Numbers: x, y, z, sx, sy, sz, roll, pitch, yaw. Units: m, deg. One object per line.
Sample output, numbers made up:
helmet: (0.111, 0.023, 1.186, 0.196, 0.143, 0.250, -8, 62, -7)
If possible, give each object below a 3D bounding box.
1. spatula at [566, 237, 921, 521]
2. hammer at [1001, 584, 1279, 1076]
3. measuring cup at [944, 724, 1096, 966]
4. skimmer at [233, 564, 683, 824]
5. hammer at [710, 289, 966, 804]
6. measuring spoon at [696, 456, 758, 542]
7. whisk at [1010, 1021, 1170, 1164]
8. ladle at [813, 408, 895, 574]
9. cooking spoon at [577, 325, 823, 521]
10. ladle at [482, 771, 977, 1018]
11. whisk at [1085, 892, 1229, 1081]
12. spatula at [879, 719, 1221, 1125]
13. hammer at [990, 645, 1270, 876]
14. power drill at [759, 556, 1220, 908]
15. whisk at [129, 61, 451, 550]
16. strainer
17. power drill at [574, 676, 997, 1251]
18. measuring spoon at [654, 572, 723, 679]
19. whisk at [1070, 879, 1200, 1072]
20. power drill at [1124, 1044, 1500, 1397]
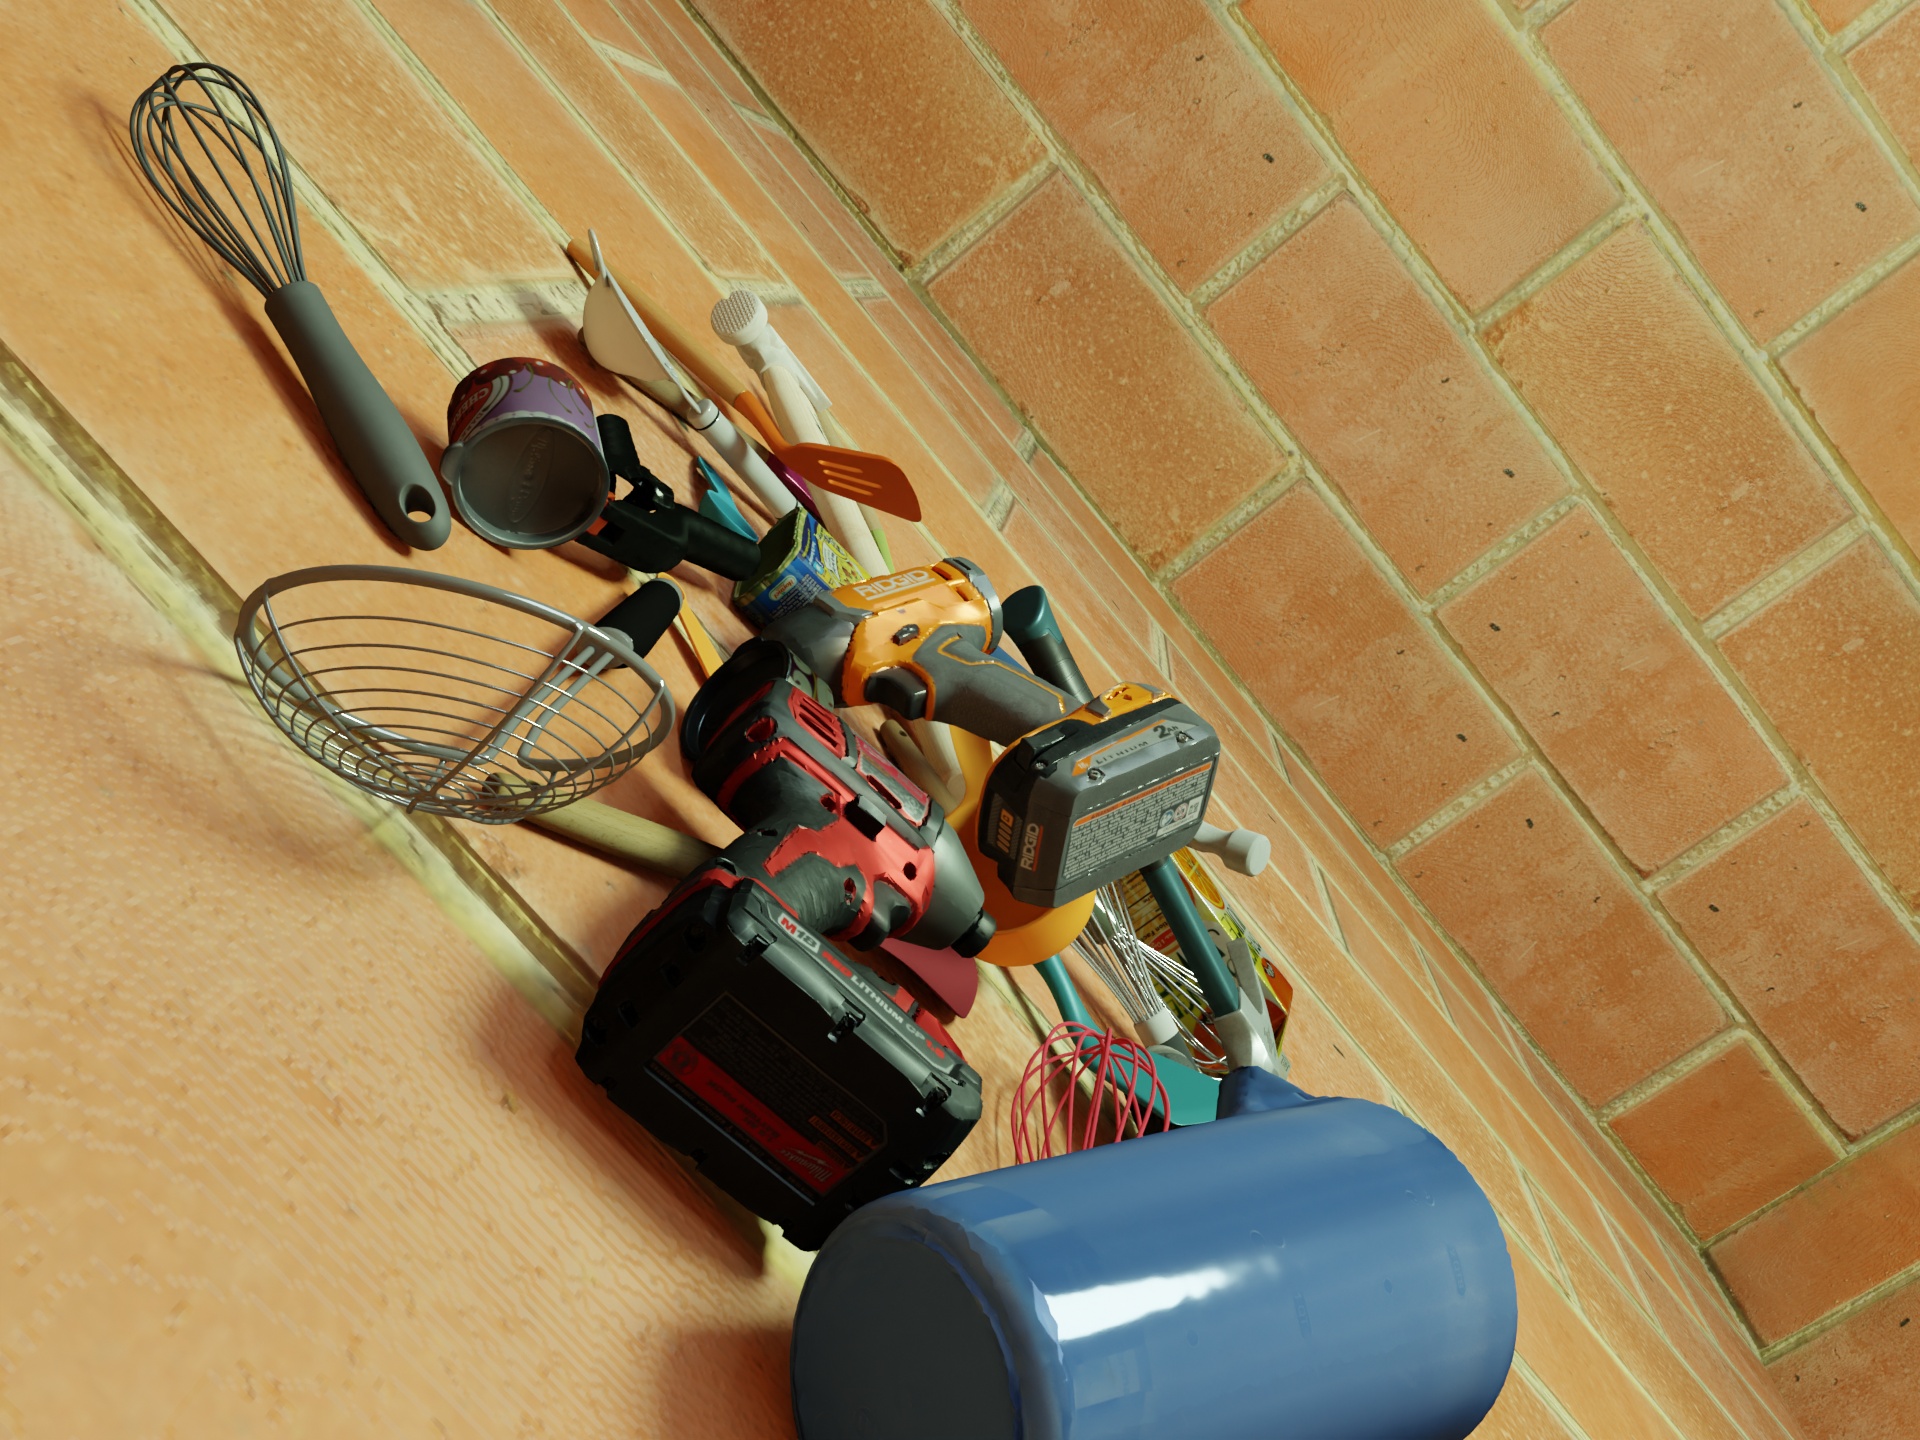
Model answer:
spatula: (-0.151, -0.229, 1.038, 0.323, 0.041, 0.081, 44, -7, 21)
hammer: (0.108, 0.072, 0.936, 0.331, 0.033, 0.128, 62, 16, -12)
measuring cup: (0.020, 0.055, 0.864, 0.052, 0.095, 0.174, 64, 9, -48)
skimmer: (-0.147, -0.042, 0.602, 0.127, 0.090, 0.363, 6, 15, 0)
hammer: (-0.063, -0.106, 1.078, 0.411, 0.038, 0.146, 65, 8, 26)
measuring spoon: (-0.153, -0.134, 0.977, 0.042, 0.021, 0.129, 42, 8, -31)
whisk: (0.045, 0.213, 0.653, 0.073, 0.073, 0.296, 49, 21, -10)
ladle: (-0.062, -0.163, 1.194, 0.078, 0.062, 0.320, 70, -5, -59)
cooking spoon: (-0.154, -0.193, 1.104, 0.318, 0.017, 0.069, 30, 31, -57)
ladle: (-0.078, 0.073, 0.672, 0.315, 0.031, 0.069, 31, 21, -51)
whisk: (0.102, 0.142, 1.027, 0.246, 0.058, 0.059, 46, -20, -5)
spatula: (0.040, 0.105, 0.882, 0.082, 0.044, 0.318, 5, 40, -47)
hammer: (0.084, 0.017, 1.117, 0.144, 0.035, 0.405, 19, -11, 37)
power drill: (-0.001, -0.003, 0.805, 0.164, 0.084, 0.227, -20, 42, -36)
whisk: (-0.266, -0.169, 0.641, 0.239, 0.055, 0.055, 58, 15, 8)
strainer: (-0.168, -0.196, 1.000, 0.258, 0.050, 0.087, 48, 7, -43)
power drill: (-0.046, 0.077, 0.581, 0.143, 0.078, 0.220, 43, 18, -13)
measuring spoon: (-0.127, -0.025, 0.796, 0.117, 0.011, 0.021, 60, 19, 18)
whisk: (0.100, 0.155, 0.946, 0.284, 0.070, 0.070, 61, 14, 2)
power drill: (0.179, 0.281, 0.860, 0.226, 0.084, 0.186, 36, 18, -34)
